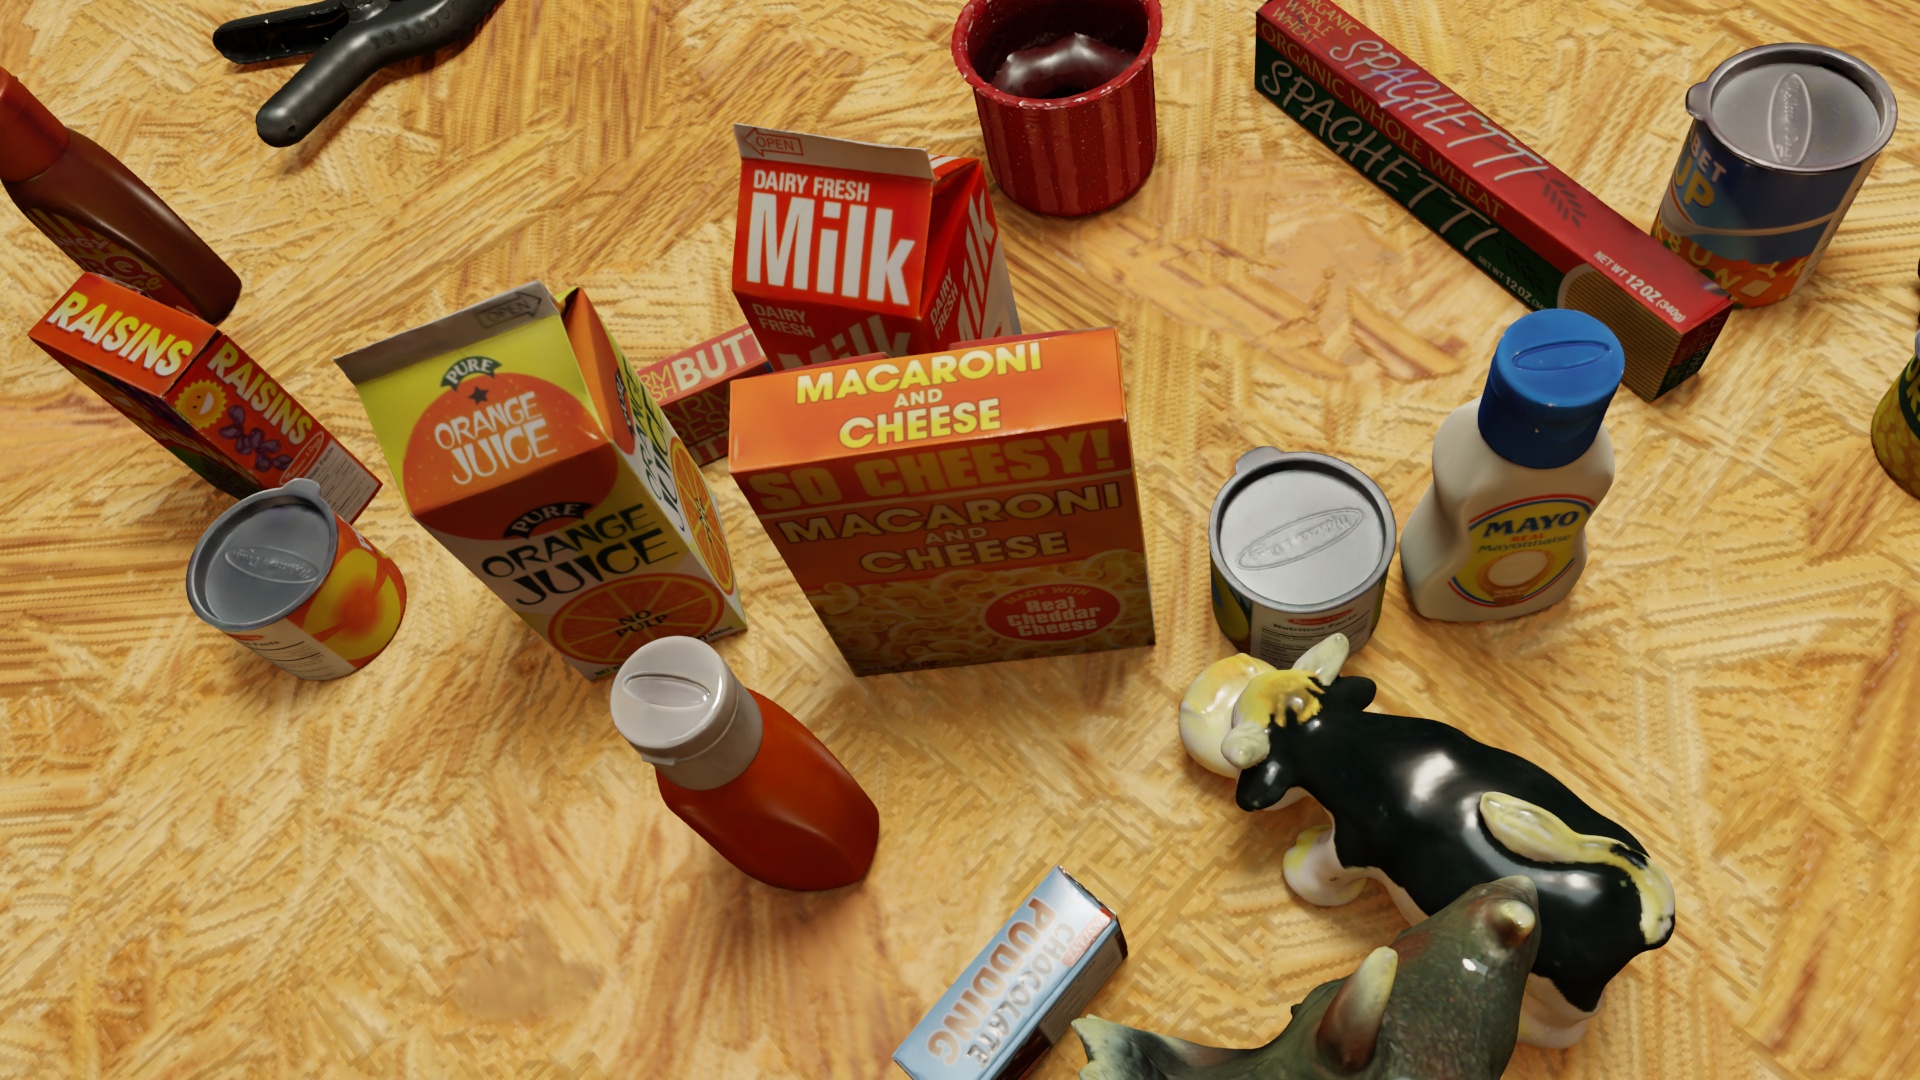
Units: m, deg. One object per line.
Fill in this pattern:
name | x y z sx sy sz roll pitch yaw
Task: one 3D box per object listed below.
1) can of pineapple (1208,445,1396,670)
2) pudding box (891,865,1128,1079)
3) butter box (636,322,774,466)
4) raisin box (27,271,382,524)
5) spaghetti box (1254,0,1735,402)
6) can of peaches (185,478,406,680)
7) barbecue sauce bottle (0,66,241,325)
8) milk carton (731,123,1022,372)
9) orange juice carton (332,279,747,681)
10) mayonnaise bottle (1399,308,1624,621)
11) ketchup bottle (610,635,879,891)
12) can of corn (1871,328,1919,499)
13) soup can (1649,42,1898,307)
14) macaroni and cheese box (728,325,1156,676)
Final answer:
can of pineapple | 0.127 0.007 0.522 0.071 0.057 0.071 -5 61 9
pudding box | 0.019 0.155 0.466 0.030 0.049 0.084 36 74 26
butter box | -0.098 -0.066 0.608 0.103 0.053 0.024 -23 60 -2
raisin box | -0.324 -0.055 0.605 0.086 0.123 0.040 22 68 21
spaghetti box | 0.216 -0.157 0.600 0.029 0.050 0.251 -34 61 -8
can of peaches | -0.281 0.018 0.595 0.071 0.058 0.071 -5 61 9
barbecue sauce bottle | -0.418 -0.161 0.667 0.065 0.148 0.044 7 64 14
milk carton | -0.026 -0.085 0.525 0.072 0.189 0.074 11 65 17
orange juice carton | -0.147 -0.024 0.514 0.072 0.192 0.073 -19 60 0
mayonnaise bottle | 0.189 -0.020 0.473 0.065 0.147 0.041 -8 61 7
ketchup bottle | -0.073 0.079 0.469 0.065 0.148 0.044 6 64 14
can of corn | 0.376 -0.050 0.506 0.071 0.058 0.071 -5 61 9
soup can | 0.317 -0.144 0.554 0.071 0.083 0.071 -5 61 9
macaroni and cheese box | 0.002 -0.006 0.491 0.124 0.165 0.040 -7 61 7
